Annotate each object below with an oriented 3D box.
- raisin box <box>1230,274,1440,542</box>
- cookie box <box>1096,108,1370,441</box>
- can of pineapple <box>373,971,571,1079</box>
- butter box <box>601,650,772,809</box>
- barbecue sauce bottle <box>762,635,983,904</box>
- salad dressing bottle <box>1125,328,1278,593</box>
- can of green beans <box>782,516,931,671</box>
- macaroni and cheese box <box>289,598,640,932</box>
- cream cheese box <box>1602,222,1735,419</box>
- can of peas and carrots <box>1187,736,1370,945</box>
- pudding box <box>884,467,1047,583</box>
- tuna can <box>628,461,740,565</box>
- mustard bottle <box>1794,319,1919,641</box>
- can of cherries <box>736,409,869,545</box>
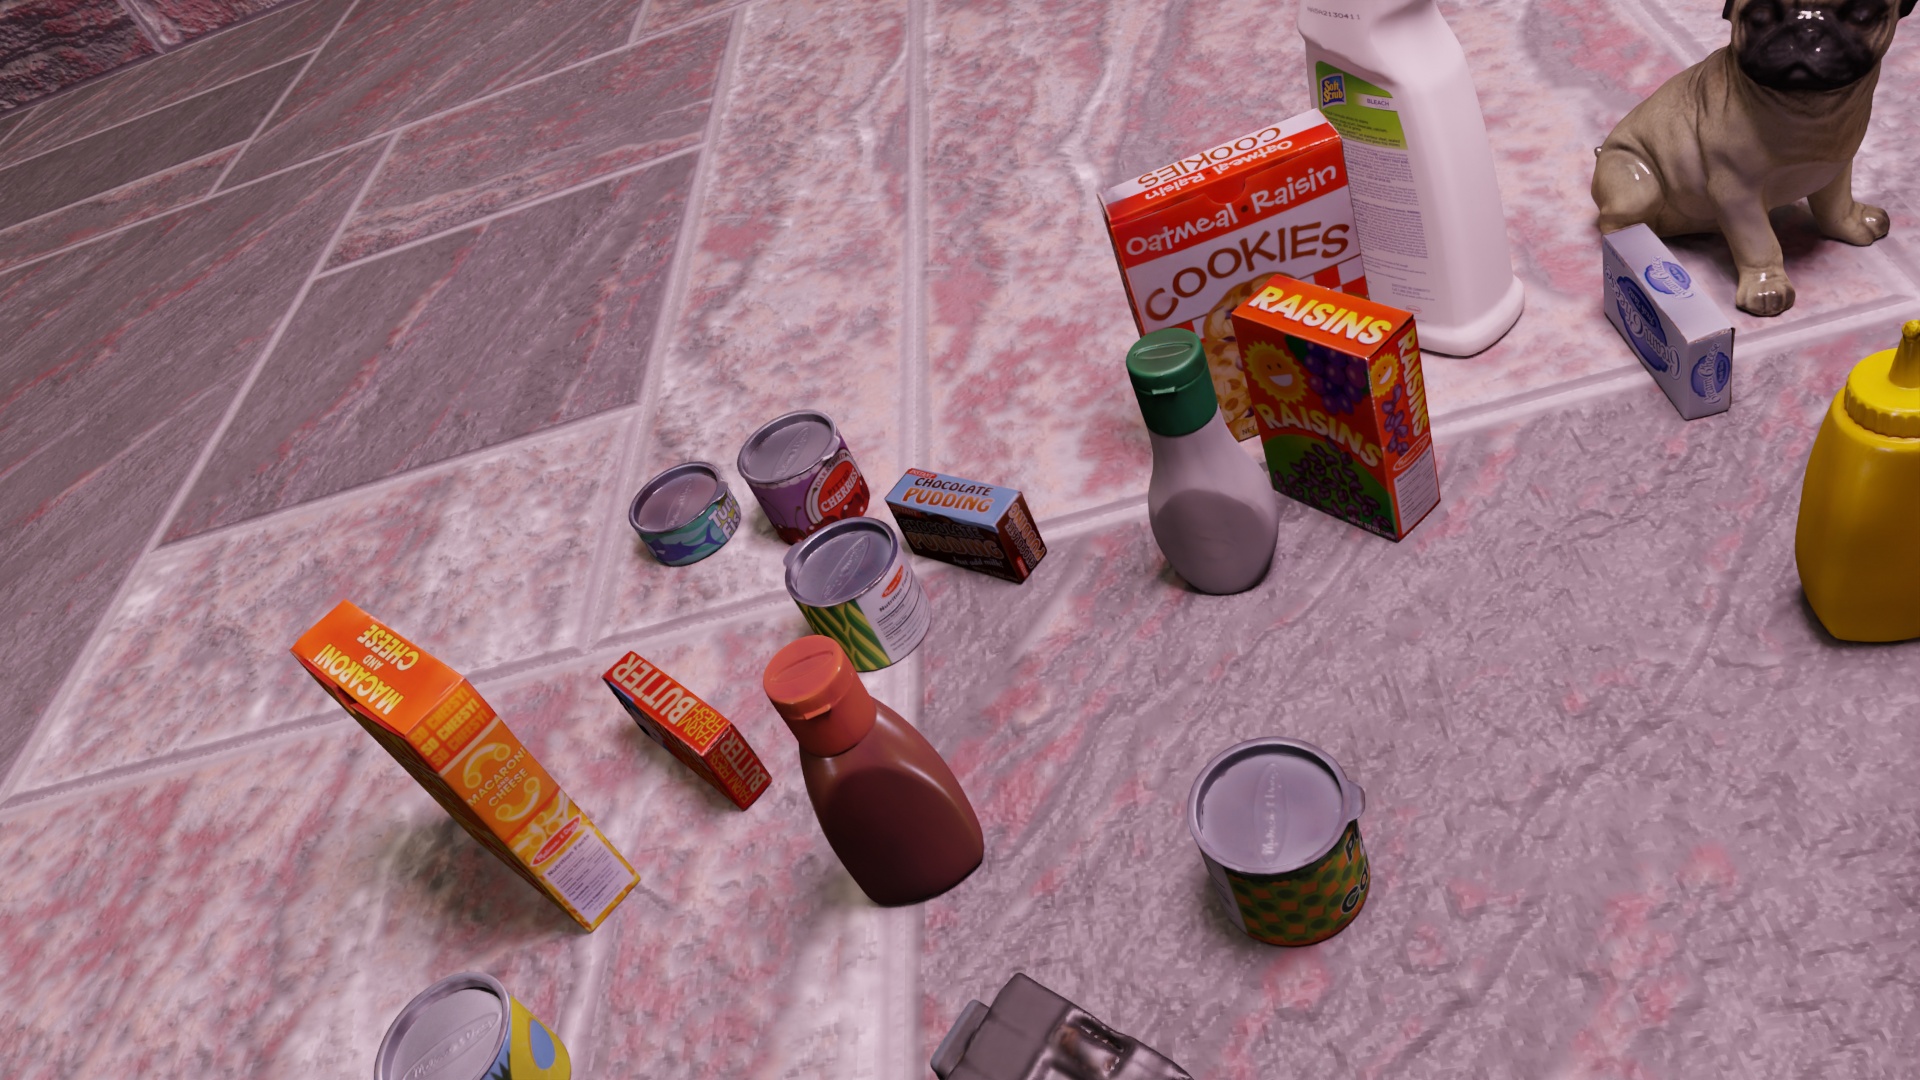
[{"bbox_3d":[0.191,-0.067,0.702,0.040,0.123,0.086,-41,43,-17],"label":"raisin box"},{"bbox_3d":[0.156,-0.134,0.757,0.123,0.166,0.040,-20,40,6],"label":"cookie box"},{"bbox_3d":[-0.219,0.241,0.628,0.071,0.057,0.071,-14,42,13],"label":"can of pineapple"},{"bbox_3d":[-0.147,0.101,0.746,0.103,0.053,0.024,25,61,42],"label":"butter box"},{"bbox_3d":[-0.041,0.103,0.617,0.065,0.148,0.044,-23,40,2],"label":"barbecue sauce bottle"},{"bbox_3d":[0.118,-0.037,0.688,0.064,0.147,0.044,-6,44,22],"label":"salad dressing bottle"},{"bbox_3d":[-0.056,0.030,0.772,0.071,0.057,0.071,-14,42,13],"label":"can of green beans"},{"bbox_3d":[-0.245,0.114,0.693,0.124,0.165,0.040,20,58,40],"label":"macaroni and cheese box"},{"bbox_3d":[0.365,-0.115,0.720,0.024,0.053,0.104,-17,41,10],"label":"cream cheese box"},{"bbox_3d":[0.135,0.124,0.575,0.071,0.058,0.071,-14,42,13],"label":"can of peas and carrots"},{"bbox_3d":[0.003,-0.010,0.792,0.084,0.049,0.030,15,54,37],"label":"pudding box"},{"bbox_3d":[-0.176,-0.018,0.902,0.071,0.032,0.071,-14,42,13],"label":"tuna can"},{"bbox_3d":[0.367,-0.026,0.542,0.065,0.159,0.049,-10,43,18],"label":"mustard bottle"},{"bbox_3d":[-0.095,-0.038,0.864,0.071,0.058,0.072,-14,42,13],"label":"can of cherries"}]
